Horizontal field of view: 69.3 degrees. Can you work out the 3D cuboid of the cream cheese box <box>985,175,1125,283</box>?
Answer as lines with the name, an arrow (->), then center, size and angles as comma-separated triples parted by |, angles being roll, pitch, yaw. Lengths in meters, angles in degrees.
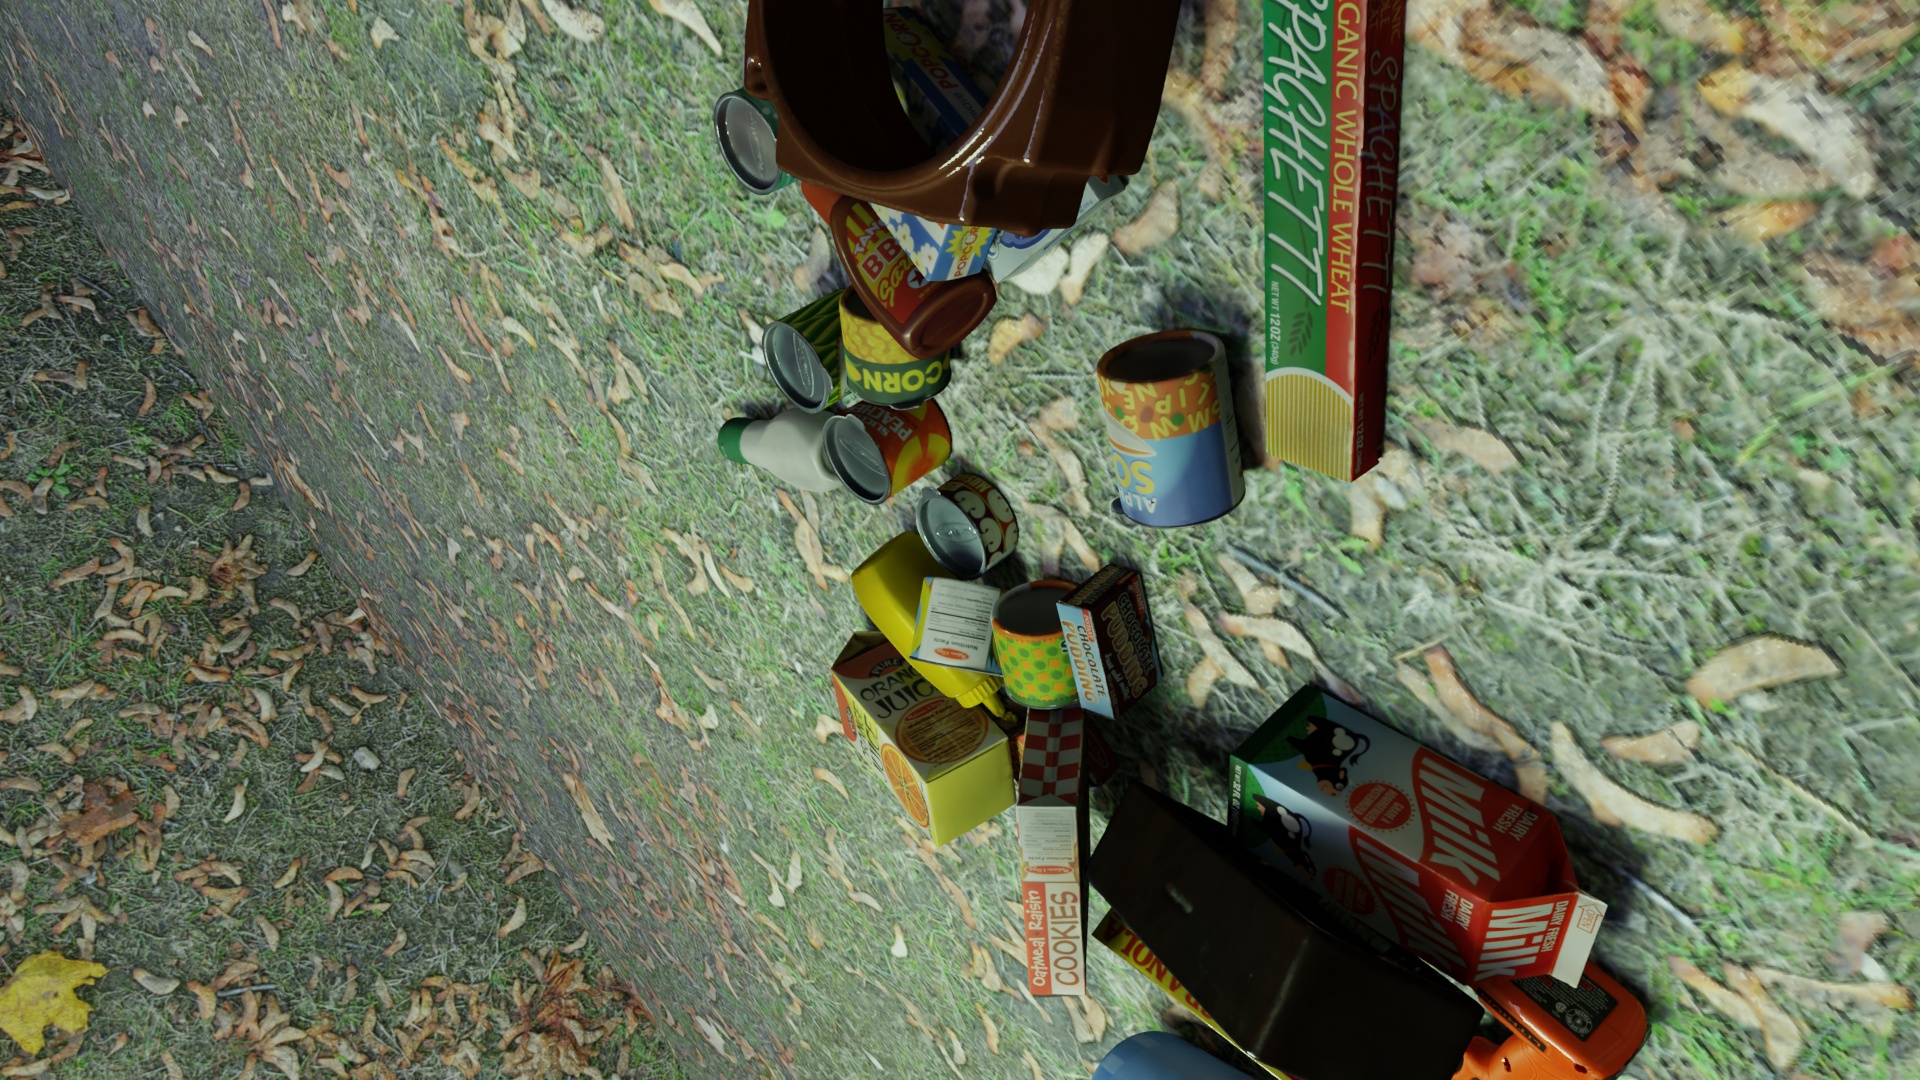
cream cheese box -> 0.039, -0.182, 0.735 | 0.053, 0.024, 0.103 | 58, 148, -2

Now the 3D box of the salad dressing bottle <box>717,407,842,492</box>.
salad dressing bottle -> -0.133, -0.072, 1.049 | 0.147, 0.044, 0.064 | 11, 129, 50

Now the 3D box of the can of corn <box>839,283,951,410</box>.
can of corn -> -0.039, -0.123, 0.850 | 0.071, 0.071, 0.058 | 31, 140, 34

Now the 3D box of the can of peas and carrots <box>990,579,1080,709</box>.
can of peas and carrots -> 0.058, 0.066, 0.898 | 0.071, 0.071, 0.058 | 20, 133, 43

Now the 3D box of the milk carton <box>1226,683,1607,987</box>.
milk carton -> 0.240, 0.161, 0.732 | 0.191, 0.074, 0.072 | 30, 140, 35

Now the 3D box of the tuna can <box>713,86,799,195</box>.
tuna can -> -0.121, -0.254, 0.875 | 0.071, 0.033, 0.070 | 34, 142, 31

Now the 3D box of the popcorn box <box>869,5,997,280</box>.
popcorn box -> -0.022, -0.212, 0.743 | 0.127, 0.038, 0.084 | 56, 145, 26

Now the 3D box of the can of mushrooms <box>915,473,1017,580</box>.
can of mushrooms -> 0.003, -0.012, 0.930 | 0.071, 0.033, 0.070 | 34, 143, 31

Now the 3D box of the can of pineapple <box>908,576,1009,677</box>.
can of pineapple -> 0.002, 0.058, 0.941 | 0.071, 0.071, 0.058 | 5, 82, 51

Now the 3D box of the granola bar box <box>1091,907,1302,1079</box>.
granola bar box -> 0.179, 0.312, 0.938 | 0.166, 0.039, 0.124 | 31, 169, 35

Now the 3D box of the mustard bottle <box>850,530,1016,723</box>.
mustard bottle -> -0.012, 0.071, 0.999 | 0.160, 0.065, 0.048 | 54, 145, -7

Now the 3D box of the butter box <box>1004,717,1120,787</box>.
butter box -> 0.067, 0.155, 1.005 | 0.053, 0.024, 0.103 | 57, 148, -3

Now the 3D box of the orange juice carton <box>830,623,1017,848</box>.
orange juice carton -> -0.040, 0.138, 1.066 | 0.193, 0.073, 0.071 | 42, 149, 46

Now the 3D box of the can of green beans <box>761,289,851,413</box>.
can of green beans -> -0.089, -0.126, 0.925 | 0.071, 0.058, 0.071 | 34, 142, 32

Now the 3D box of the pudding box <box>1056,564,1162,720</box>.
pudding box -> 0.093, 0.063, 0.862 | 0.030, 0.050, 0.083 | 15, 130, 45

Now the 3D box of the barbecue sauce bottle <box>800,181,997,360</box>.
barbecue sauce bottle -> -0.043, -0.172, 0.813 | 0.149, 0.065, 0.043 | 52, -179, 31

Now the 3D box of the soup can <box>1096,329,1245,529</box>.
soup can -> 0.106, -0.057, 0.715 | 0.071, 0.072, 0.083 | 17, 131, 45

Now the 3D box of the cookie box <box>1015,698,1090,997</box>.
cookie box -> 0.063, 0.195, 0.910 | 0.040, 0.123, 0.166 | 0, 122, 8

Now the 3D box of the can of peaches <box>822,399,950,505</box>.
can of peaches -> -0.049, -0.067, 0.925 | 0.071, 0.058, 0.070 | 34, 142, 32

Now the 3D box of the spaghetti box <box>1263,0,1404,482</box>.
spaghetti box -> 0.160, -0.140, 0.606 | 0.050, 0.029, 0.248 | 25, 137, 39
